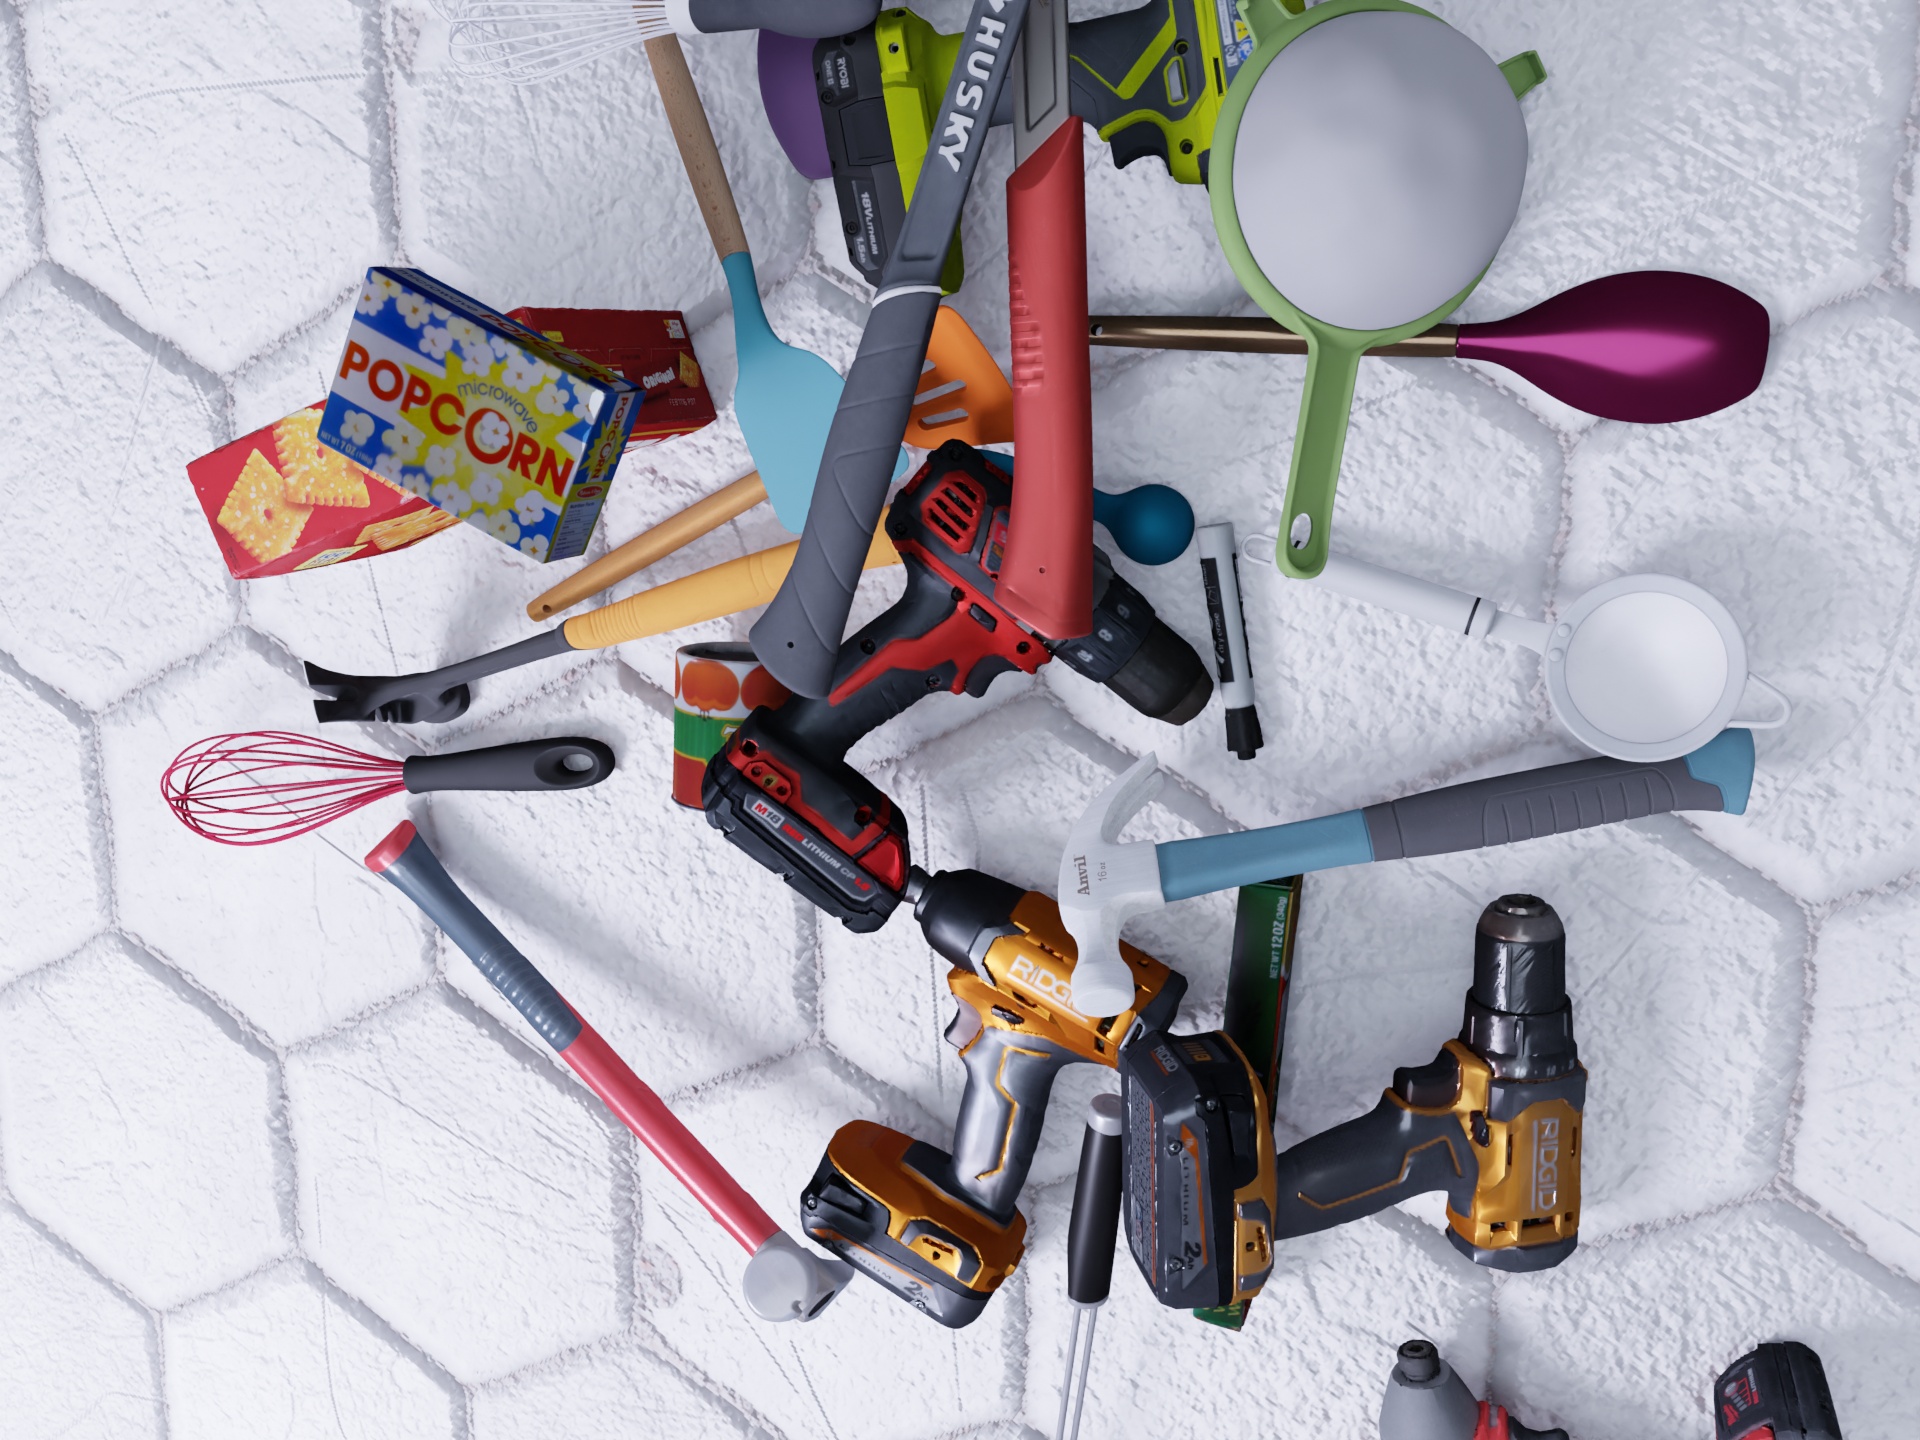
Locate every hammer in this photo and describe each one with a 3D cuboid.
[{"bbox_3d":[0.209,0.054,0.762,0.331,0.128,0.033,-12,142,9],"label":"hammer"},{"bbox_3d":[0.048,-0.216,0.709,0.149,0.037,0.359,-1,100,10],"label":"hammer"},{"bbox_3d":[-0.012,-0.201,0.687,0.149,0.036,0.409,21,106,9],"label":"hammer"},{"bbox_3d":[-0.212,0.200,0.935,0.386,0.143,0.038,41,82,17],"label":"hammer"},{"bbox_3d":[-0.182,-0.056,0.860,0.337,0.127,0.034,-16,85,14],"label":"hammer"}]

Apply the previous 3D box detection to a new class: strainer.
[{"bbox_3d":[0.256,-0.047,0.756,0.258,0.050,0.087,21,101,18],"label":"strainer"},{"bbox_3d":[0.180,-0.187,0.691,0.151,0.069,0.256,7,98,-17],"label":"strainer"}]

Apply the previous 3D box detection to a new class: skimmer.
[{"bbox_3d":[0.079,0.370,0.842,0.090,0.127,0.363,36,128,51],"label":"skimmer"}]

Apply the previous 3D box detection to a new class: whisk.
[{"bbox_3d":[-0.156,-0.346,0.775,0.285,0.070,0.070,13,105,32],"label":"whisk"},{"bbox_3d":[-0.346,0.035,0.955,0.296,0.073,0.073,-5,100,11],"label":"whisk"}]

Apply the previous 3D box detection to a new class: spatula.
[{"bbox_3d":[-0.116,-0.253,0.810,0.082,0.044,0.318,-26,77,30],"label":"spatula"},{"bbox_3d":[-0.089,-0.434,0.794,0.060,0.018,0.316,-7,100,8],"label":"spatula"},{"bbox_3d":[-0.114,-0.121,0.855,0.322,0.041,0.081,-25,118,22],"label":"spatula"}]

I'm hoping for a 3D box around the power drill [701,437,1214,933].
[{"bbox_3d":[-0.001,-0.003,0.802,0.187,0.080,0.226,38,97,-12],"label":"power drill"}]

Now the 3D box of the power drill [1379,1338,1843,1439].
[{"bbox_3d":[0.326,0.380,0.805,0.219,0.078,0.143,-11,97,22],"label":"power drill"}]

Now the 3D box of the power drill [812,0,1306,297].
[{"bbox_3d":[0.055,-0.276,0.751,0.223,0.080,0.171,-8,100,15],"label":"power drill"}]

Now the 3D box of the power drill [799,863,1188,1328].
[{"bbox_3d":[0.001,0.194,0.866,0.164,0.084,0.226,30,104,10],"label":"power drill"}]

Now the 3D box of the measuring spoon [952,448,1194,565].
[{"bbox_3d":[0.056,-0.110,0.800,0.128,0.021,0.042,18,112,-1],"label":"measuring spoon"}]

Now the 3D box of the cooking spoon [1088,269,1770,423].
[{"bbox_3d":[0.209,-0.180,0.754,0.319,0.017,0.068,6,102,16],"label":"cooking spoon"}]

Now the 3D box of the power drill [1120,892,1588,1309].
[{"bbox_3d":[0.195,0.183,0.767,0.226,0.084,0.185,-4,103,-10],"label":"power drill"}]
